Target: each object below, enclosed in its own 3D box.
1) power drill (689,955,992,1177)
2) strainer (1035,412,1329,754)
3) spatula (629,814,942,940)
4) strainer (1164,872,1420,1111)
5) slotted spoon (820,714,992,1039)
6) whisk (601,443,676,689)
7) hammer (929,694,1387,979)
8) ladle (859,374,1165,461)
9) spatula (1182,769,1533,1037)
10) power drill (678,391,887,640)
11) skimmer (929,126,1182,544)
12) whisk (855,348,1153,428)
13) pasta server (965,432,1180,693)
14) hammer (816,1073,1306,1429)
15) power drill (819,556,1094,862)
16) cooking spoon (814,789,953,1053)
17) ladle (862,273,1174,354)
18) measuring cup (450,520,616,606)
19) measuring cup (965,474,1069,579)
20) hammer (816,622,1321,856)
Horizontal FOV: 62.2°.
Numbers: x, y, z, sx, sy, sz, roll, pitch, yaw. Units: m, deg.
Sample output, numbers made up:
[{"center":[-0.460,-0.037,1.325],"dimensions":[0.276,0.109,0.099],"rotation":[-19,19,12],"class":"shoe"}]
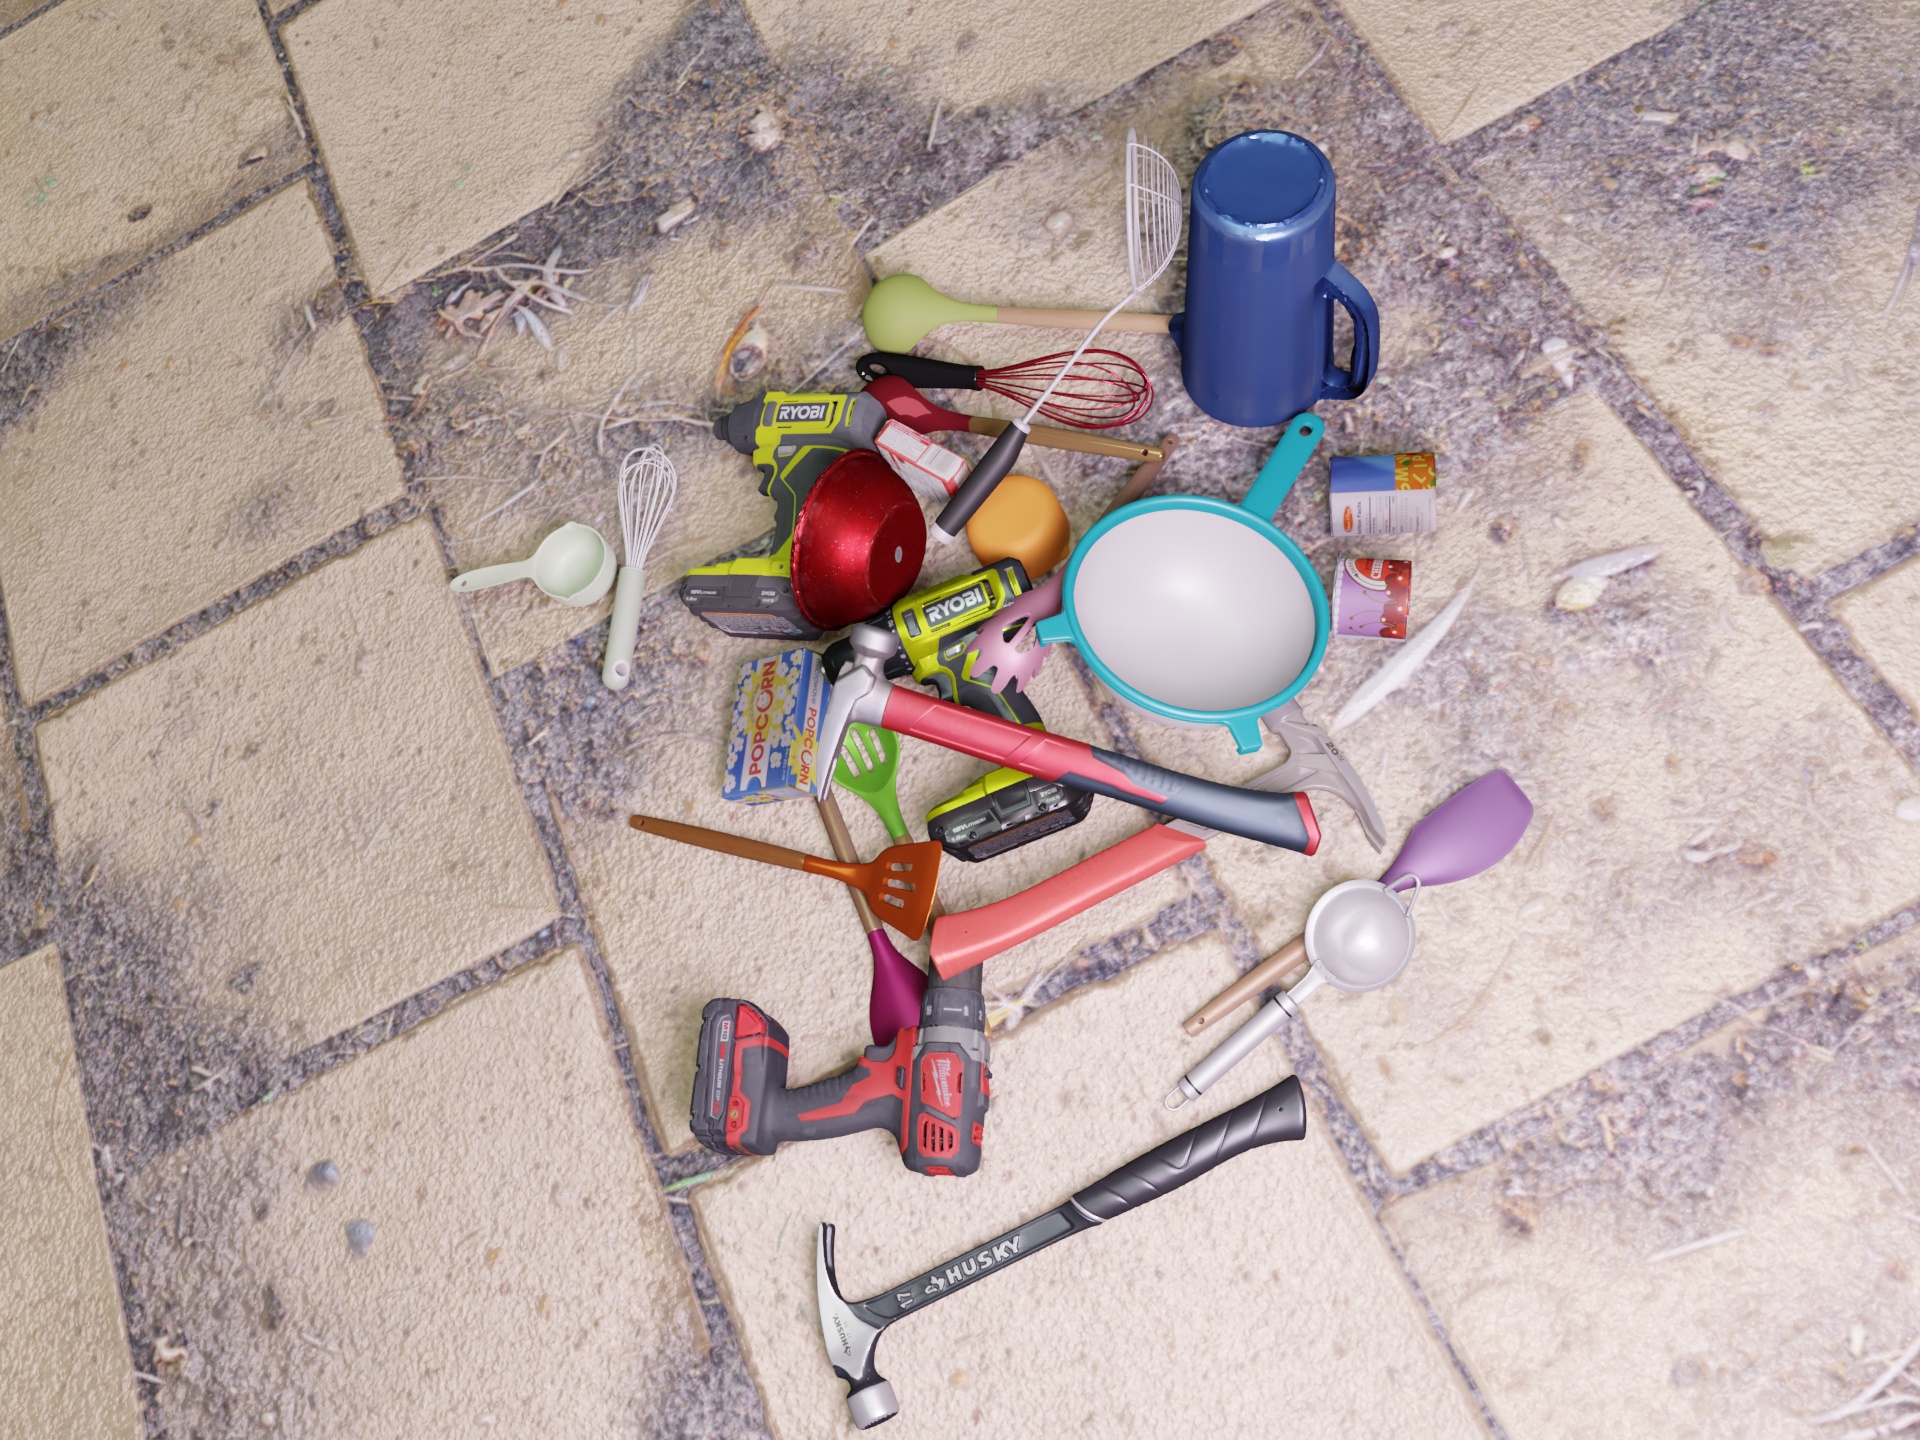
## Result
[{"center":[-0.085,0.257,1.243],"dimensions":[0.227,0.080,0.188],"rotation":[-2,66,13],"class":"power drill"},{"center":[0.212,-0.117,1.306],"dimensions":[0.211,0.095,0.340],"rotation":[29,61,10],"class":"strainer"},{"center":[-0.153,0.113,1.331],"dimensions":[0.323,0.041,0.081],"rotation":[10,83,27],"class":"spatula"},{"center":[0.252,0.209,1.192],"dimensions":[0.258,0.050,0.087],"rotation":[-43,97,5],"class":"strainer"},{"center":[-0.041,0.122,1.322],"dimensions":[0.070,0.031,0.314],"rotation":[-26,67,4],"class":"slotted spoon"},{"center":[-0.307,-0.146,1.492],"dimensions":[0.059,0.057,0.246],"rotation":[-13,66,49],"class":"whisk"},{"center":[0.143,0.113,1.229],"dimensions":[0.359,0.036,0.149],"rotation":[-26,64,-8],"class":"hammer"},{"center":[0.034,-0.259,1.421],"dimensions":[0.315,0.031,0.069],"rotation":[14,99,24],"class":"ladle"},{"center":[0.302,0.147,1.217],"dimensions":[0.316,0.018,0.060],"rotation":[-35,76,1],"class":"spatula"},{"center":[-0.169,-0.190,1.438],"dimensions":[0.171,0.080,0.223],"rotation":[4,72,27],"class":"power drill"},{"center":[0.065,-0.313,1.326],"dimensions":[0.090,0.127,0.363],"rotation":[38,106,-2],"class":"skimmer"},{"center":[0.036,-0.309,1.442],"dimensions":[0.296,0.073,0.073],"rotation":[11,74,24],"class":"whisk"},{"center":[0.104,-0.141,1.320],"dimensions":[0.060,0.040,0.316],"rotation":[38,57,0],"class":"pasta server"},{"center":[0.075,0.370,1.191],"dimensions":[0.409,0.036,0.149],"rotation":[-28,64,4],"class":"hammer"},{"center":[-0.002,-0.004,1.315],"dimensions":[0.190,0.080,0.229],"rotation":[-22,71,7],"class":"power drill"},{"center":[-0.080,0.153,1.324],"dimensions":[0.069,0.017,0.319],"rotation":[-25,67,6],"class":"cooking spoon"},{"center":[0.063,-0.370,1.472],"dimensions":[0.320,0.062,0.078],"rotation":[6,86,11],"class":"ladle"},{"center":[-0.405,-0.137,1.518],"dimensions":[0.167,0.038,0.083],"rotation":[-9,68,15],"class":"measuring cup"},{"center":[0.028,-0.135,1.381],"dimensions":[0.095,0.052,0.174],"rotation":[24,76,22],"class":"measuring cup"},{"center":[0.081,0.047,1.215],"dimensions":[0.386,0.038,0.143],"rotation":[17,94,7],"class":"hammer"}]
